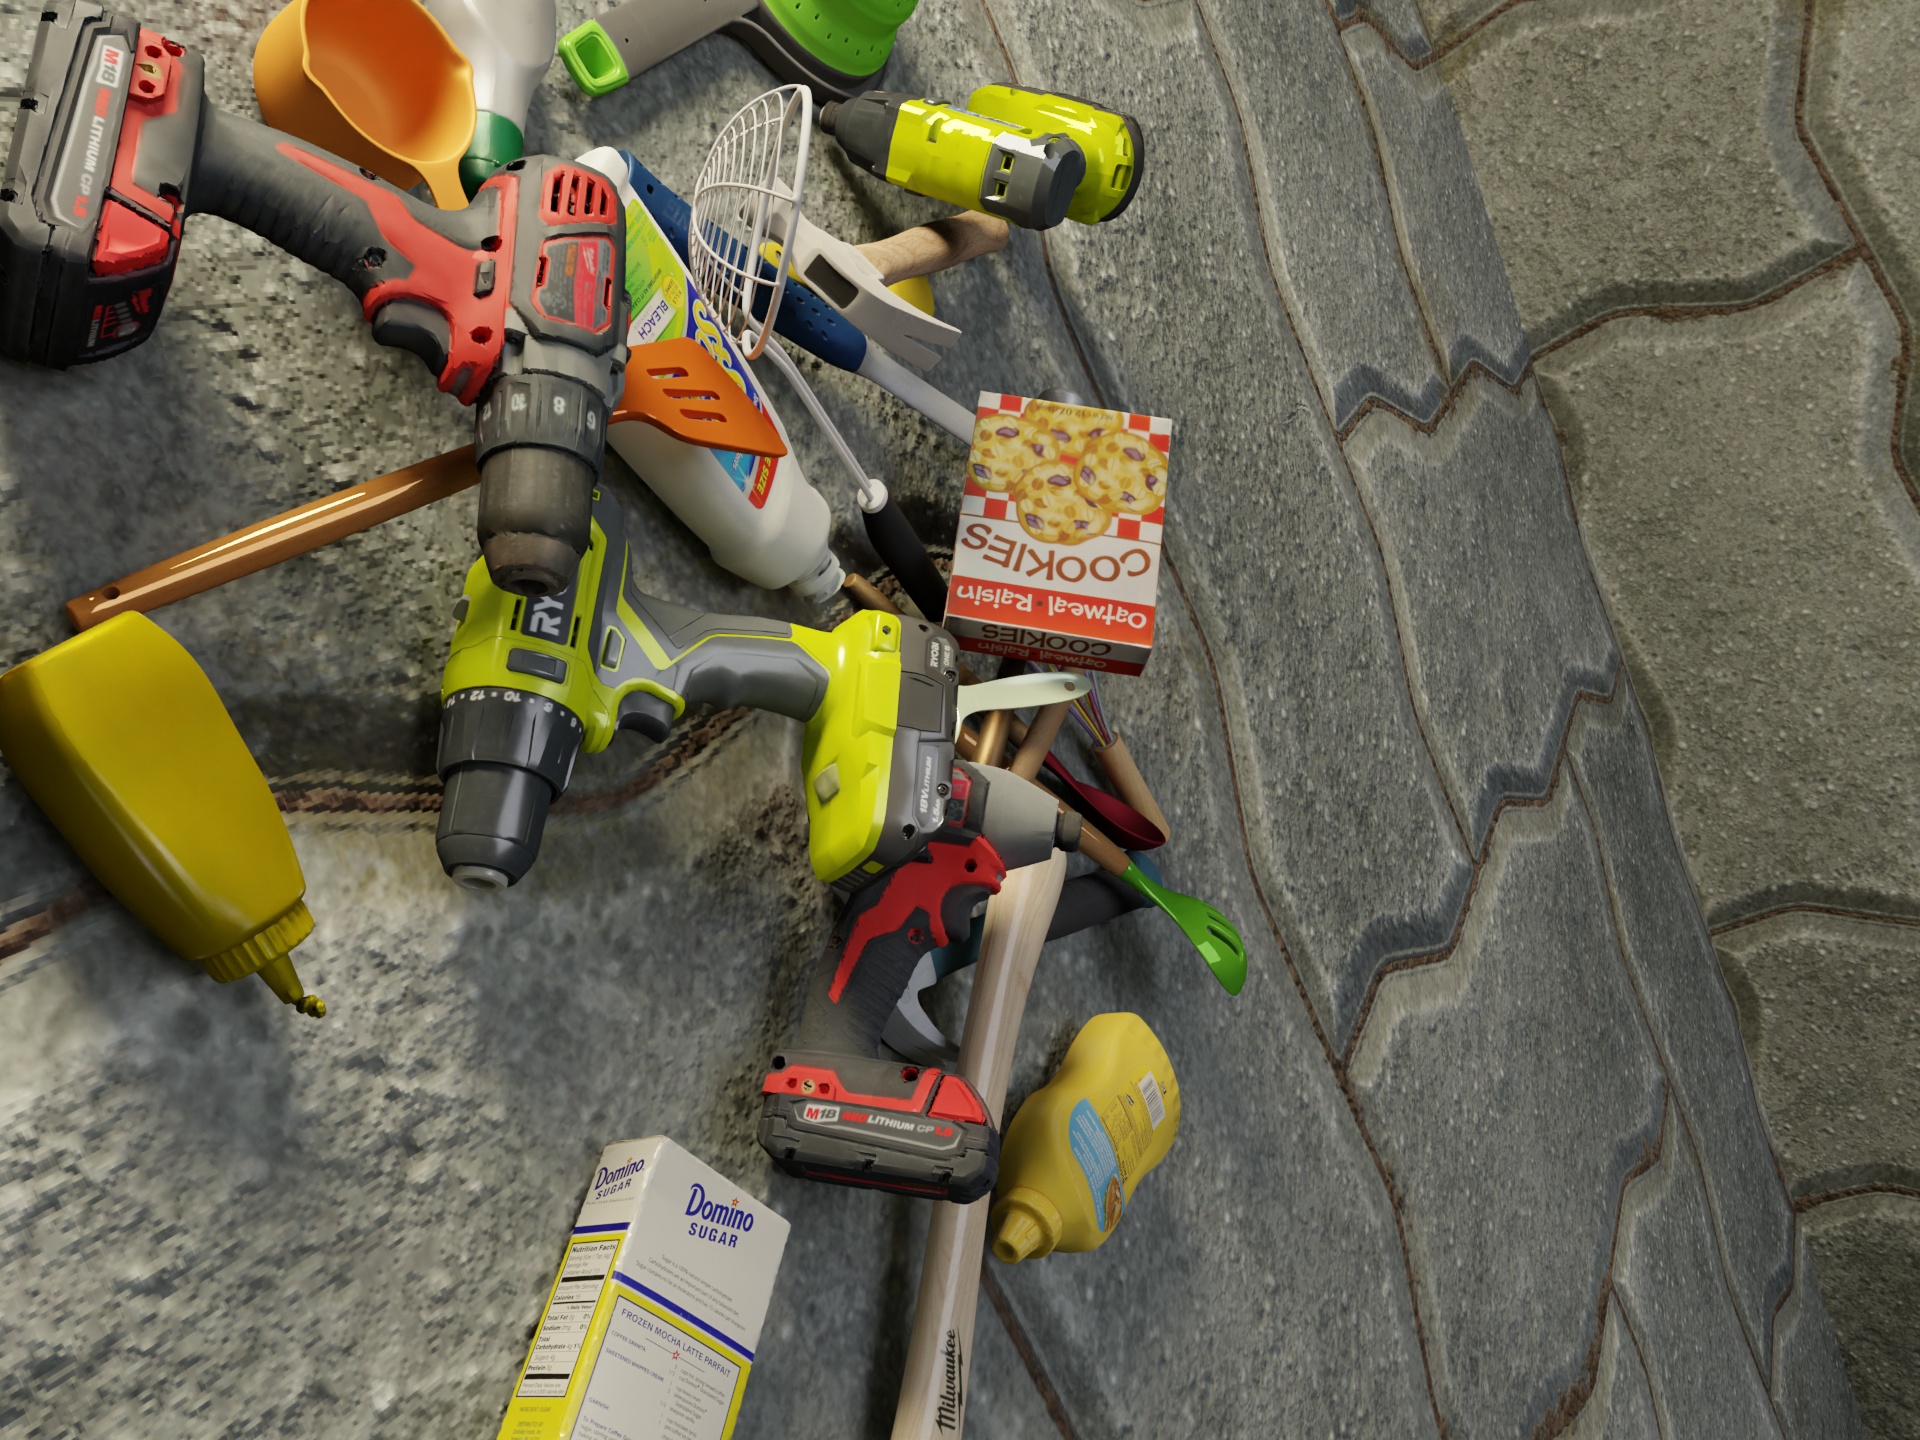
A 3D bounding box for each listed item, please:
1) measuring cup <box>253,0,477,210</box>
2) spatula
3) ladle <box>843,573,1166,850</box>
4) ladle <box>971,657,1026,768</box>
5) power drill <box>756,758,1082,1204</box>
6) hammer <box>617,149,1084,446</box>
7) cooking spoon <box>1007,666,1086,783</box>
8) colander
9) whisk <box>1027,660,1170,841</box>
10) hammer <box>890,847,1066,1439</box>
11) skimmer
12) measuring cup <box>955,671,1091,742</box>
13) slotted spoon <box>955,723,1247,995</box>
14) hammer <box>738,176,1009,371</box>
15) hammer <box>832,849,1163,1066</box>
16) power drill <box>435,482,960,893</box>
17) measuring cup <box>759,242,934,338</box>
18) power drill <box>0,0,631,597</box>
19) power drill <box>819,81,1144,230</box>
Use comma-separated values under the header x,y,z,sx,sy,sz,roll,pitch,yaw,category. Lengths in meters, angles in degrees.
x,y,z,sx,sy,sz,roll,pitch,yaw,category
-0.250,-0.239,0.711,0.095,0.052,0.173,-38,110,-54,measuring cup
-0.209,-0.100,0.669,0.322,0.041,0.081,-32,76,-36,spatula
0.032,0.002,1.030,0.315,0.031,0.069,41,4,-34,ladle
0.031,-0.020,0.960,0.078,0.062,0.320,24,56,-12,ladle
-0.019,0.122,0.802,0.078,0.143,0.220,87,11,-66,power drill
-0.057,-0.216,0.977,0.405,0.035,0.144,25,68,-46,hammer
0.068,-0.024,1.019,0.319,0.017,0.068,-61,137,-37,cooking spoon
-0.107,-0.464,0.963,0.204,0.094,0.397,58,37,-23,colander
0.094,-0.004,1.110,0.244,0.051,0.047,59,-4,-30,whisk
-0.003,0.242,0.838,0.146,0.038,0.411,33,59,-43,hammer
-0.046,-0.168,0.862,0.362,0.090,0.127,56,24,-50,skimmer
-0.001,-0.003,0.919,0.167,0.038,0.083,-9,63,-27,measuring cup
0.088,0.082,1.033,0.313,0.031,0.070,39,23,-23,slotted spoon
-0.024,-0.296,1.009,0.130,0.031,0.331,45,27,-3,hammer
0.040,0.125,0.993,0.331,0.033,0.128,-8,83,-56,hammer
-0.121,0.003,0.724,0.228,0.080,0.191,16,60,-24,power drill
-0.067,-0.279,1.002,0.156,0.029,0.062,1,76,-57,measuring cup
-0.236,-0.152,0.605,0.226,0.080,0.188,11,67,-31,power drill
0.022,-0.385,1.074,0.223,0.171,0.080,-37,146,-59,power drill
